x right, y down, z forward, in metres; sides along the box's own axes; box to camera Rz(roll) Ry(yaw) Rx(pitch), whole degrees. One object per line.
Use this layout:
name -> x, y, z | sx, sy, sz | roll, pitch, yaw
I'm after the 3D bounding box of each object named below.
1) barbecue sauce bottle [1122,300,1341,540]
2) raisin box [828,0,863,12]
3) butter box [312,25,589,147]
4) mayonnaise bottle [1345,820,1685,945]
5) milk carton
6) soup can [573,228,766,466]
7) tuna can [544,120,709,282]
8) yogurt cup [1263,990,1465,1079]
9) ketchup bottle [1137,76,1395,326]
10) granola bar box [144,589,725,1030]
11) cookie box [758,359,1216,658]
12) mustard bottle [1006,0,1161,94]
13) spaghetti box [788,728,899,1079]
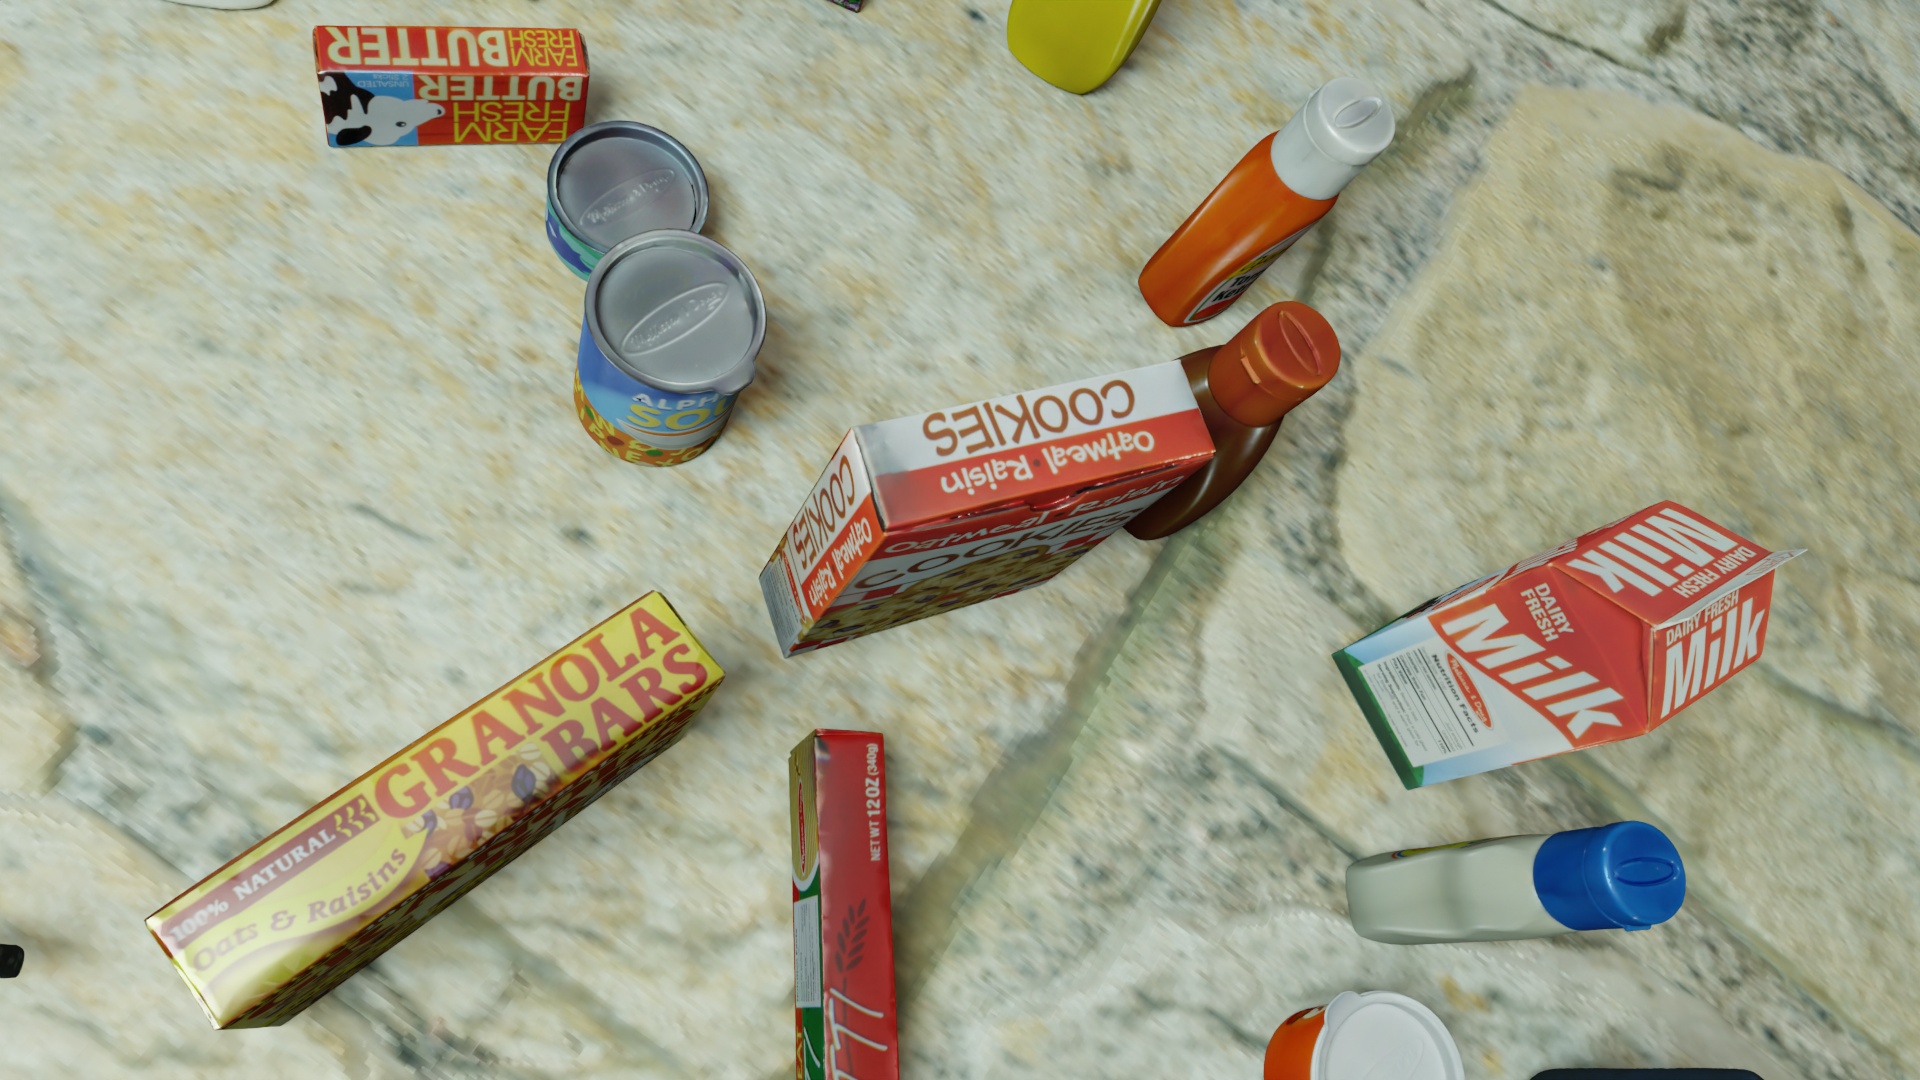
barbecue sauce bottle -> 0.102, -0.050, 0.577 | 0.044, 0.148, 0.065 | -24, 81, -24
raisin box -> -0.066, -0.305, 0.622 | 0.086, 0.123, 0.040 | 21, 67, -11
butter box -> -0.208, -0.186, 0.572 | 0.104, 0.053, 0.024 | -7, 75, -21
mayonnaise bottle -> 0.218, 0.138, 0.552 | 0.065, 0.147, 0.041 | 1, 72, -18
milk carton -> 0.246, 0.043, 0.571 | 0.072, 0.190, 0.073 | -23, 81, -24
soup can -> -0.115, -0.071, 0.547 | 0.071, 0.083, 0.071 | 6, 70, -17
tuna can -> -0.140, -0.139, 0.590 | 0.071, 0.032, 0.071 | 6, 70, -17
yogurt cup -> 0.158, 0.216, 0.557 | 0.072, 0.053, 0.072 | 6, 70, -17
ketchup bottle -> 0.136, -0.150, 0.623 | 0.065, 0.148, 0.043 | -33, 85, -25
granola bar box -> -0.163, 0.089, 0.453 | 0.166, 0.123, 0.039 | -36, 86, -25
cookie box -> 0.002, -0.006, 0.518 | 0.123, 0.167, 0.040 | -14, 78, -22
mustard bottle -> 0.072, -0.273, 0.638 | 0.065, 0.159, 0.049 | 31, 65, -7
spaghetti box -> -0.041, 0.195, 0.498 | 0.029, 0.050, 0.250 | 2, 71, -18
